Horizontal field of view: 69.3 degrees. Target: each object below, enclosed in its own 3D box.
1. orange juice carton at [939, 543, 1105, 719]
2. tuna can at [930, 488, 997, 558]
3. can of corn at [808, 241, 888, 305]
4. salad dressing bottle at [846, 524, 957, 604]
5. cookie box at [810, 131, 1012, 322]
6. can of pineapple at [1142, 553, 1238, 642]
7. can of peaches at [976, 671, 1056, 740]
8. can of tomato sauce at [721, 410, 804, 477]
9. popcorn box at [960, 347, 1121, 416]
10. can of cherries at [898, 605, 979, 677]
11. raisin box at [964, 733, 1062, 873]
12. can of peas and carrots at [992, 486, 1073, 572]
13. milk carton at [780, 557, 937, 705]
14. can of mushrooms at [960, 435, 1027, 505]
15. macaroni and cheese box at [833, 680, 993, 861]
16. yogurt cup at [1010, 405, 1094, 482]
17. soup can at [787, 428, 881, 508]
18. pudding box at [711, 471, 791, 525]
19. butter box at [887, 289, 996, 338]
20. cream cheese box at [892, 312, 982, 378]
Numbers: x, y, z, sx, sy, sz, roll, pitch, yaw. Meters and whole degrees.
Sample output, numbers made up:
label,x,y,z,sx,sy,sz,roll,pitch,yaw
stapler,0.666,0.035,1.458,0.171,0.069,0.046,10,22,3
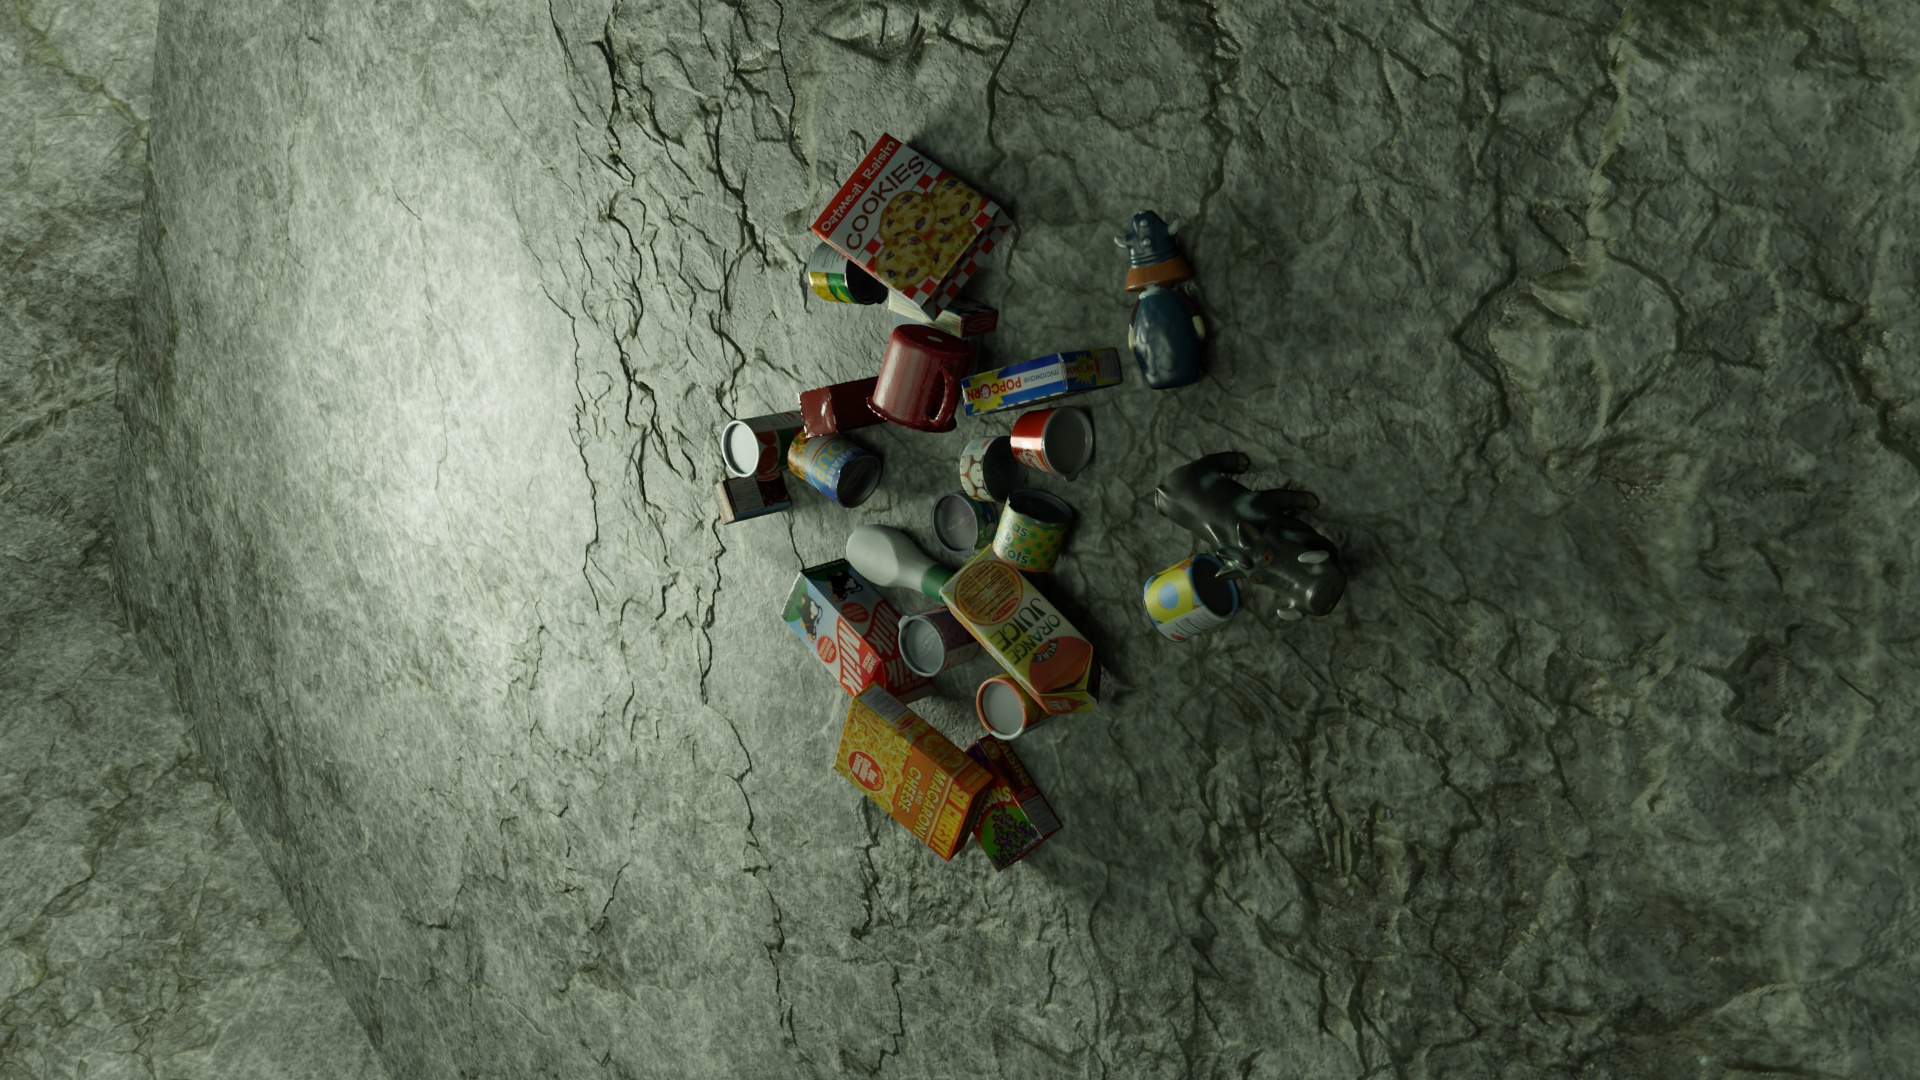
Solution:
label,x,y,z,sx,sy,sz,roll,pitch,yaw
orange juice carton,0.072,0.100,1.357,0.073,0.071,0.193,-42,66,-7
tuna can,0.005,-0.018,1.432,0.071,0.033,0.071,13,109,39
can of corn,-0.115,-0.279,1.451,0.058,0.071,0.071,13,110,40
salad dressing bottle,-0.056,0.029,1.493,0.148,0.044,0.064,25,115,34
cookie box,-0.050,-0.309,1.363,0.168,0.040,0.123,40,92,28
can of pineapple,0.207,0.049,1.247,0.057,0.071,0.071,-31,80,42
can of peaches,0.058,0.162,1.414,0.071,0.058,0.071,13,110,39
can of tomato sauce,-0.218,-0.108,1.573,0.071,0.083,0.071,12,109,40
popcorn box,0.075,-0.148,1.299,0.126,0.085,0.038,-9,94,43
can of cherries,-0.023,0.103,1.471,0.071,0.058,0.071,14,111,40
raisin box,0.040,0.277,1.473,0.123,0.040,0.085,57,132,16
can of peas and carrots,0.068,-0.010,1.351,0.071,0.071,0.058,36,123,30
milk carton,-0.108,0.112,1.540,0.191,0.072,0.073,44,127,24
can of mushrooms,0.033,-0.068,1.371,0.033,0.071,0.071,4,104,42
macaroni and cheese box,-0.052,0.244,1.469,0.167,0.040,0.123,36,134,20
yogurt cup,0.085,-0.095,1.320,0.054,0.072,0.072,9,107,49
soup can,-0.139,-0.084,1.518,0.084,0.071,0.071,32,121,32
pudding box,-0.242,-0.051,1.610,0.030,0.084,0.049,-22,87,46
butter box,-0.019,-0.230,1.384,0.103,0.053,0.024,27,121,35
cream cheese box,-0.026,-0.200,1.418,0.104,0.024,0.053,27,117,34
